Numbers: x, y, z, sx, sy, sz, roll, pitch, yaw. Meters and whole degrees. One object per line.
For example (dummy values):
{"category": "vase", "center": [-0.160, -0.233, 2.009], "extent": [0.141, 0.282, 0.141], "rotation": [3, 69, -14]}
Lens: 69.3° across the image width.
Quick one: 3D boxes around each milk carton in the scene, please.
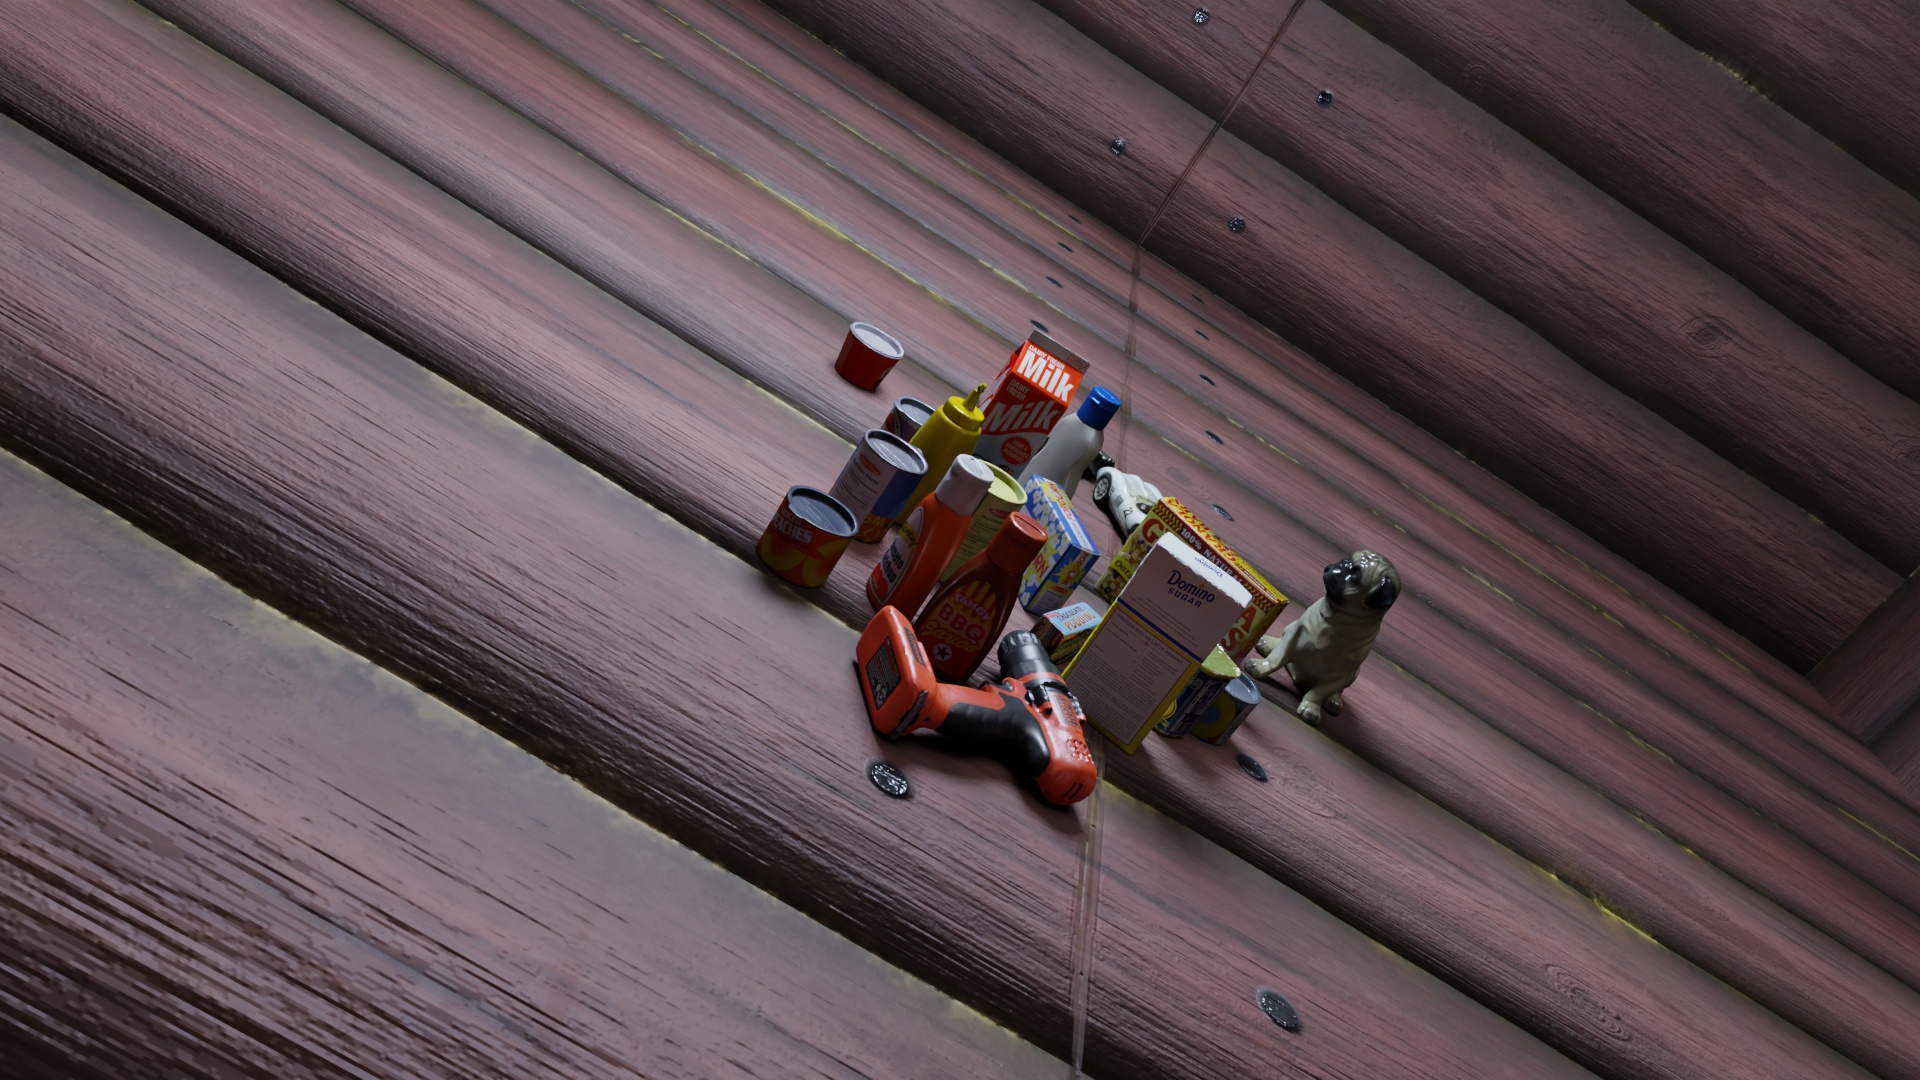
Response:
{"category": "milk carton", "center": [0.055, -0.127, 1.457], "extent": [0.072, 0.189, 0.074], "rotation": [31, 23, -8]}

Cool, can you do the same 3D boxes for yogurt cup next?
{"category": "yogurt cup", "center": [-0.106, -0.207, 1.575], "extent": [0.072, 0.053, 0.073], "rotation": [28, 24, -13]}

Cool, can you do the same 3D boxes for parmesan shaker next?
{"category": "parmesan shaker", "center": [0.005, -0.016, 1.285], "extent": [0.071, 0.102, 0.071], "rotation": [28, 23, -13]}

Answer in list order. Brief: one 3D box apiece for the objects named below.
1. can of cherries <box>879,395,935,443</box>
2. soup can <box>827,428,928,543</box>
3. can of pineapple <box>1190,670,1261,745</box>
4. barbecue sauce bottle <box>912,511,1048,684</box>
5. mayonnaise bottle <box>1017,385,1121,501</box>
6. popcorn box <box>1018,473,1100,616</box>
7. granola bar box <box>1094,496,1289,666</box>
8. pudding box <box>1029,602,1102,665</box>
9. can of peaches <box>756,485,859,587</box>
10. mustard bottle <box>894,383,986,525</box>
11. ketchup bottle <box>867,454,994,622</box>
{"category": "can of cherries", "center": [-0.053, -0.109, 1.447], "extent": [0.071, 0.058, 0.072], "rotation": [28, 24, -13]}
{"category": "soup can", "center": [-0.077, -0.049, 1.267], "extent": [0.071, 0.083, 0.071], "rotation": [28, 23, -13]}
{"category": "can of pineapple", "center": [0.242, 0.151, 1.325], "extent": [0.071, 0.057, 0.071], "rotation": [28, 24, -13]}
{"category": "barbecue sauce bottle", "center": [0.017, 0.044, 1.125], "extent": [0.065, 0.148, 0.044], "rotation": [35, 23, 2]}
{"category": "mayonnaise bottle", "center": [0.125, -0.104, 1.558], "extent": [0.065, 0.147, 0.041], "rotation": [45, 25, 25]}
{"category": "popcorn box", "center": [0.081, 0.005, 1.367], "extent": [0.038, 0.085, 0.127], "rotation": [20, 26, -29]}
{"category": "granola bar box", "center": [0.233, 0.054, 1.420], "extent": [0.166, 0.123, 0.039], "rotation": [45, 25, 25]}
{"category": "pudding box", "center": [0.092, 0.087, 1.265], "extent": [0.030, 0.049, 0.084], "rotation": [43, 25, 21]}
{"category": "can of peaches", "center": [-0.128, -0.003, 1.143], "extent": [0.071, 0.058, 0.071], "rotation": [28, 24, -13]}
{"category": "mustard bottle", "center": [-0.018, -0.087, 1.320], "extent": [0.049, 0.159, 0.065], "rotation": [46, 25, 27]}
{"category": "ketchup bottle", "center": [-0.024, -0.004, 1.164], "extent": [0.043, 0.148, 0.065], "rotation": [21, 26, -28]}
